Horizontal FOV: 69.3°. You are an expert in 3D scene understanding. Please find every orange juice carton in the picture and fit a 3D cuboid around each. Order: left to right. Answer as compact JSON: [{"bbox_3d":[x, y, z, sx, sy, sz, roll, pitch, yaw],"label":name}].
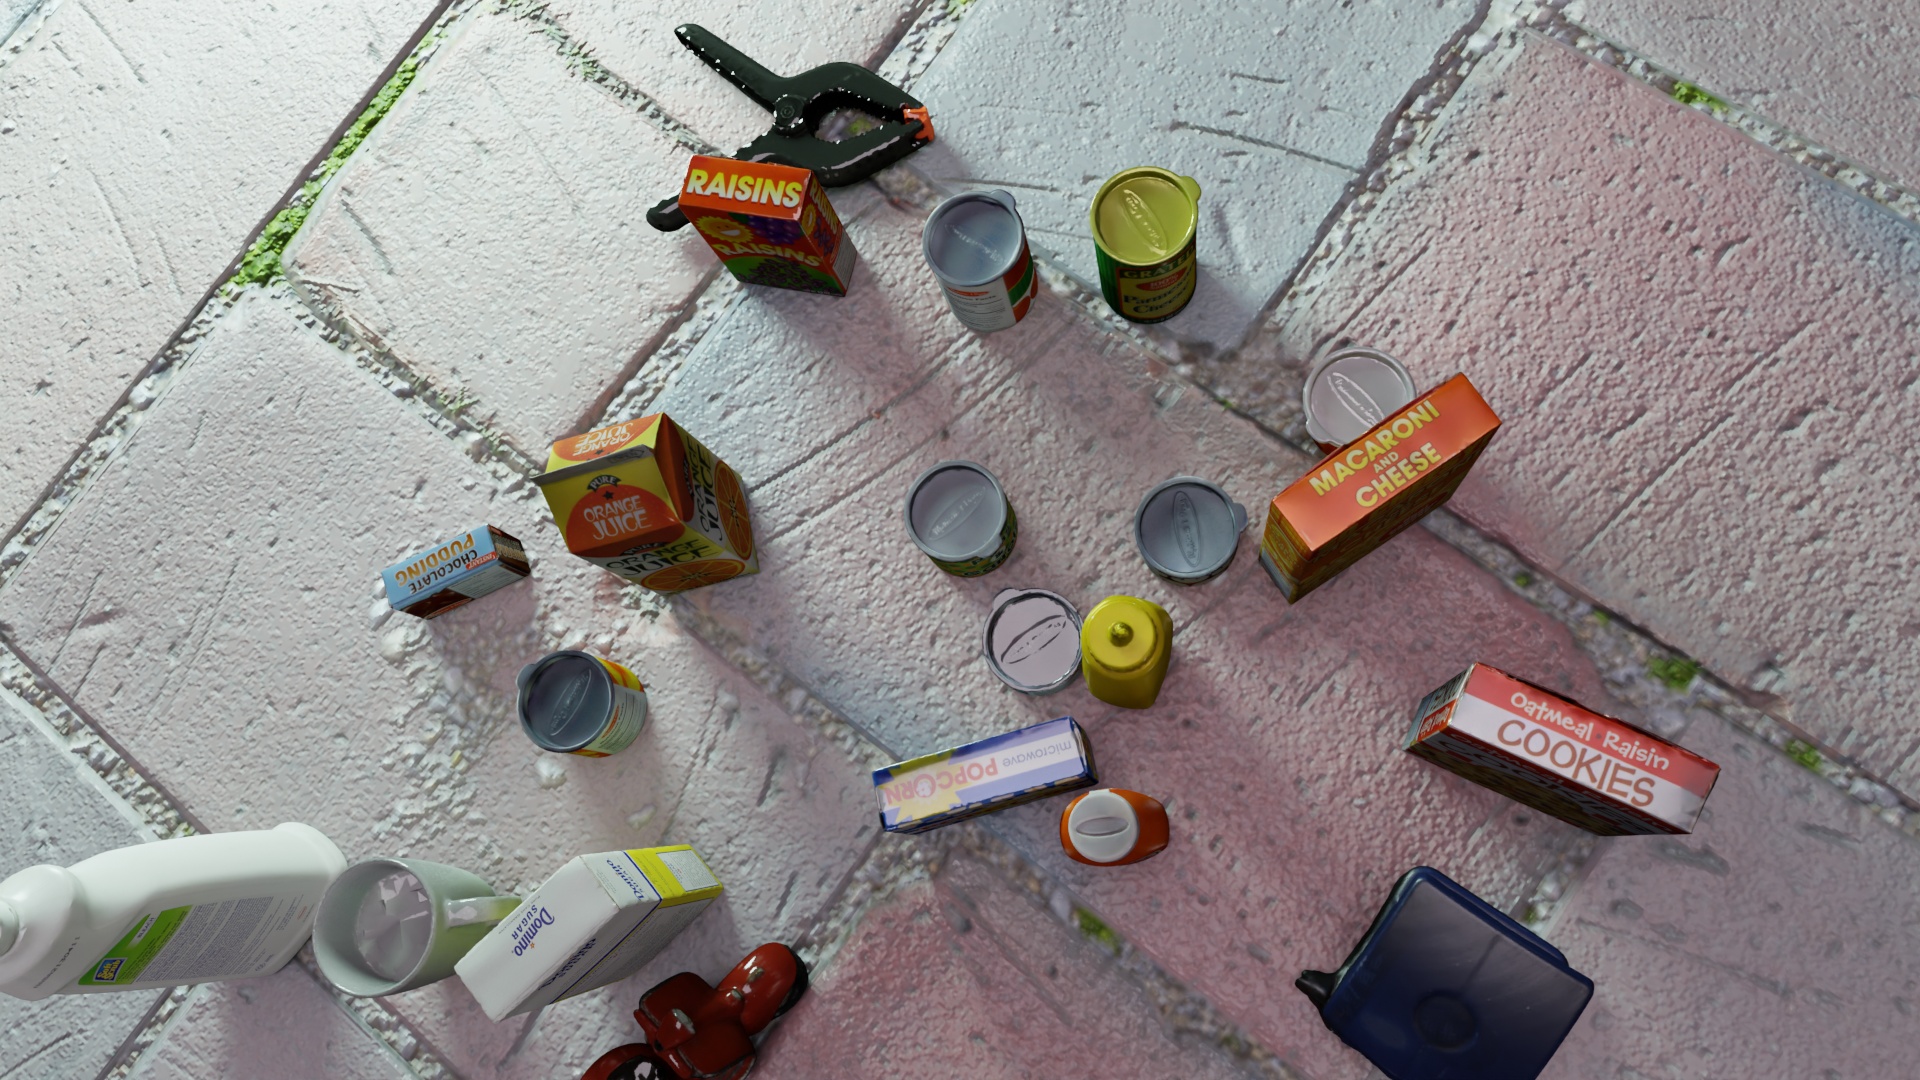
[{"bbox_3d":[-0.193,-0.023,0.865,0.072,0.192,0.073,-14,75,6],"label":"orange juice carton"}]

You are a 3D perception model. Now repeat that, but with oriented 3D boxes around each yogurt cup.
[{"bbox_3d":[0.249,-0.082,0.876,0.072,0.054,0.072,-2,77,9],"label":"yogurt cup"}]

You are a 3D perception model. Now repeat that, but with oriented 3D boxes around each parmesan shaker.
[{"bbox_3d":[0.123,-0.189,0.897,0.071,0.103,0.071,-2,77,9],"label":"parmesan shaker"}]

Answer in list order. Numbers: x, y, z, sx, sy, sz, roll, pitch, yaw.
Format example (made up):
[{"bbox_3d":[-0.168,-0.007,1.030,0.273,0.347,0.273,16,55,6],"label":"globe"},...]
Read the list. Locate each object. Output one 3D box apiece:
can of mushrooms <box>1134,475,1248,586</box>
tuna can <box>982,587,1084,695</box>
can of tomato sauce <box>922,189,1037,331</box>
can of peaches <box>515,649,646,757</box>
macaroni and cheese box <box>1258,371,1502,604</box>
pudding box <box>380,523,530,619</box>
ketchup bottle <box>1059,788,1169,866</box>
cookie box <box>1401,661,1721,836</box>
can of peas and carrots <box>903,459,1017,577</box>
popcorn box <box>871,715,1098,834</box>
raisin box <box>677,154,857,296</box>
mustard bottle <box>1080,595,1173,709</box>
[{"bbox_3d":[0.147,-0.005,0.886,0.071,0.033,0.071,-2,77,9],"label":"can of mushrooms"},{"bbox_3d":[0.047,0.063,0.887,0.071,0.032,0.071,-2,77,9],"label":"tuna can"},{"bbox_3d":[0.016,-0.186,0.925,0.071,0.083,0.071,-2,77,9],"label":"can of tomato sauce"},{"bbox_3d":[-0.249,0.107,0.914,0.071,0.058,0.071,-2,77,9],"label":"can of peaches"},{"bbox_3d":[0.236,-0.025,0.806,0.124,0.166,0.040,-34,74,1],"label":"macaroni and cheese box"},{"bbox_3d":[-0.347,0.023,0.955,0.084,0.049,0.030,-24,74,3],"label":"pudding box"},{"bbox_3d":[0.086,0.165,0.796,0.065,0.148,0.043,-8,76,8],"label":"ketchup bottle"},{"bbox_3d":[0.318,0.117,0.758,0.123,0.167,0.040,24,82,14],"label":"cookie box"},{"bbox_3d":[0.003,-0.011,0.898,0.071,0.058,0.071,-2,77,9],"label":"can of peas and carrots"},{"bbox_3d":[0.017,0.144,0.845,0.127,0.085,0.038,-17,75,6],"label":"popcorn box"},{"bbox_3d":[-0.126,-0.210,0.934,0.086,0.123,0.040,11,80,12],"label":"raisin box"},{"bbox_3d":[0.097,0.061,0.813,0.049,0.160,0.065,13,80,12],"label":"mustard bottle"}]
